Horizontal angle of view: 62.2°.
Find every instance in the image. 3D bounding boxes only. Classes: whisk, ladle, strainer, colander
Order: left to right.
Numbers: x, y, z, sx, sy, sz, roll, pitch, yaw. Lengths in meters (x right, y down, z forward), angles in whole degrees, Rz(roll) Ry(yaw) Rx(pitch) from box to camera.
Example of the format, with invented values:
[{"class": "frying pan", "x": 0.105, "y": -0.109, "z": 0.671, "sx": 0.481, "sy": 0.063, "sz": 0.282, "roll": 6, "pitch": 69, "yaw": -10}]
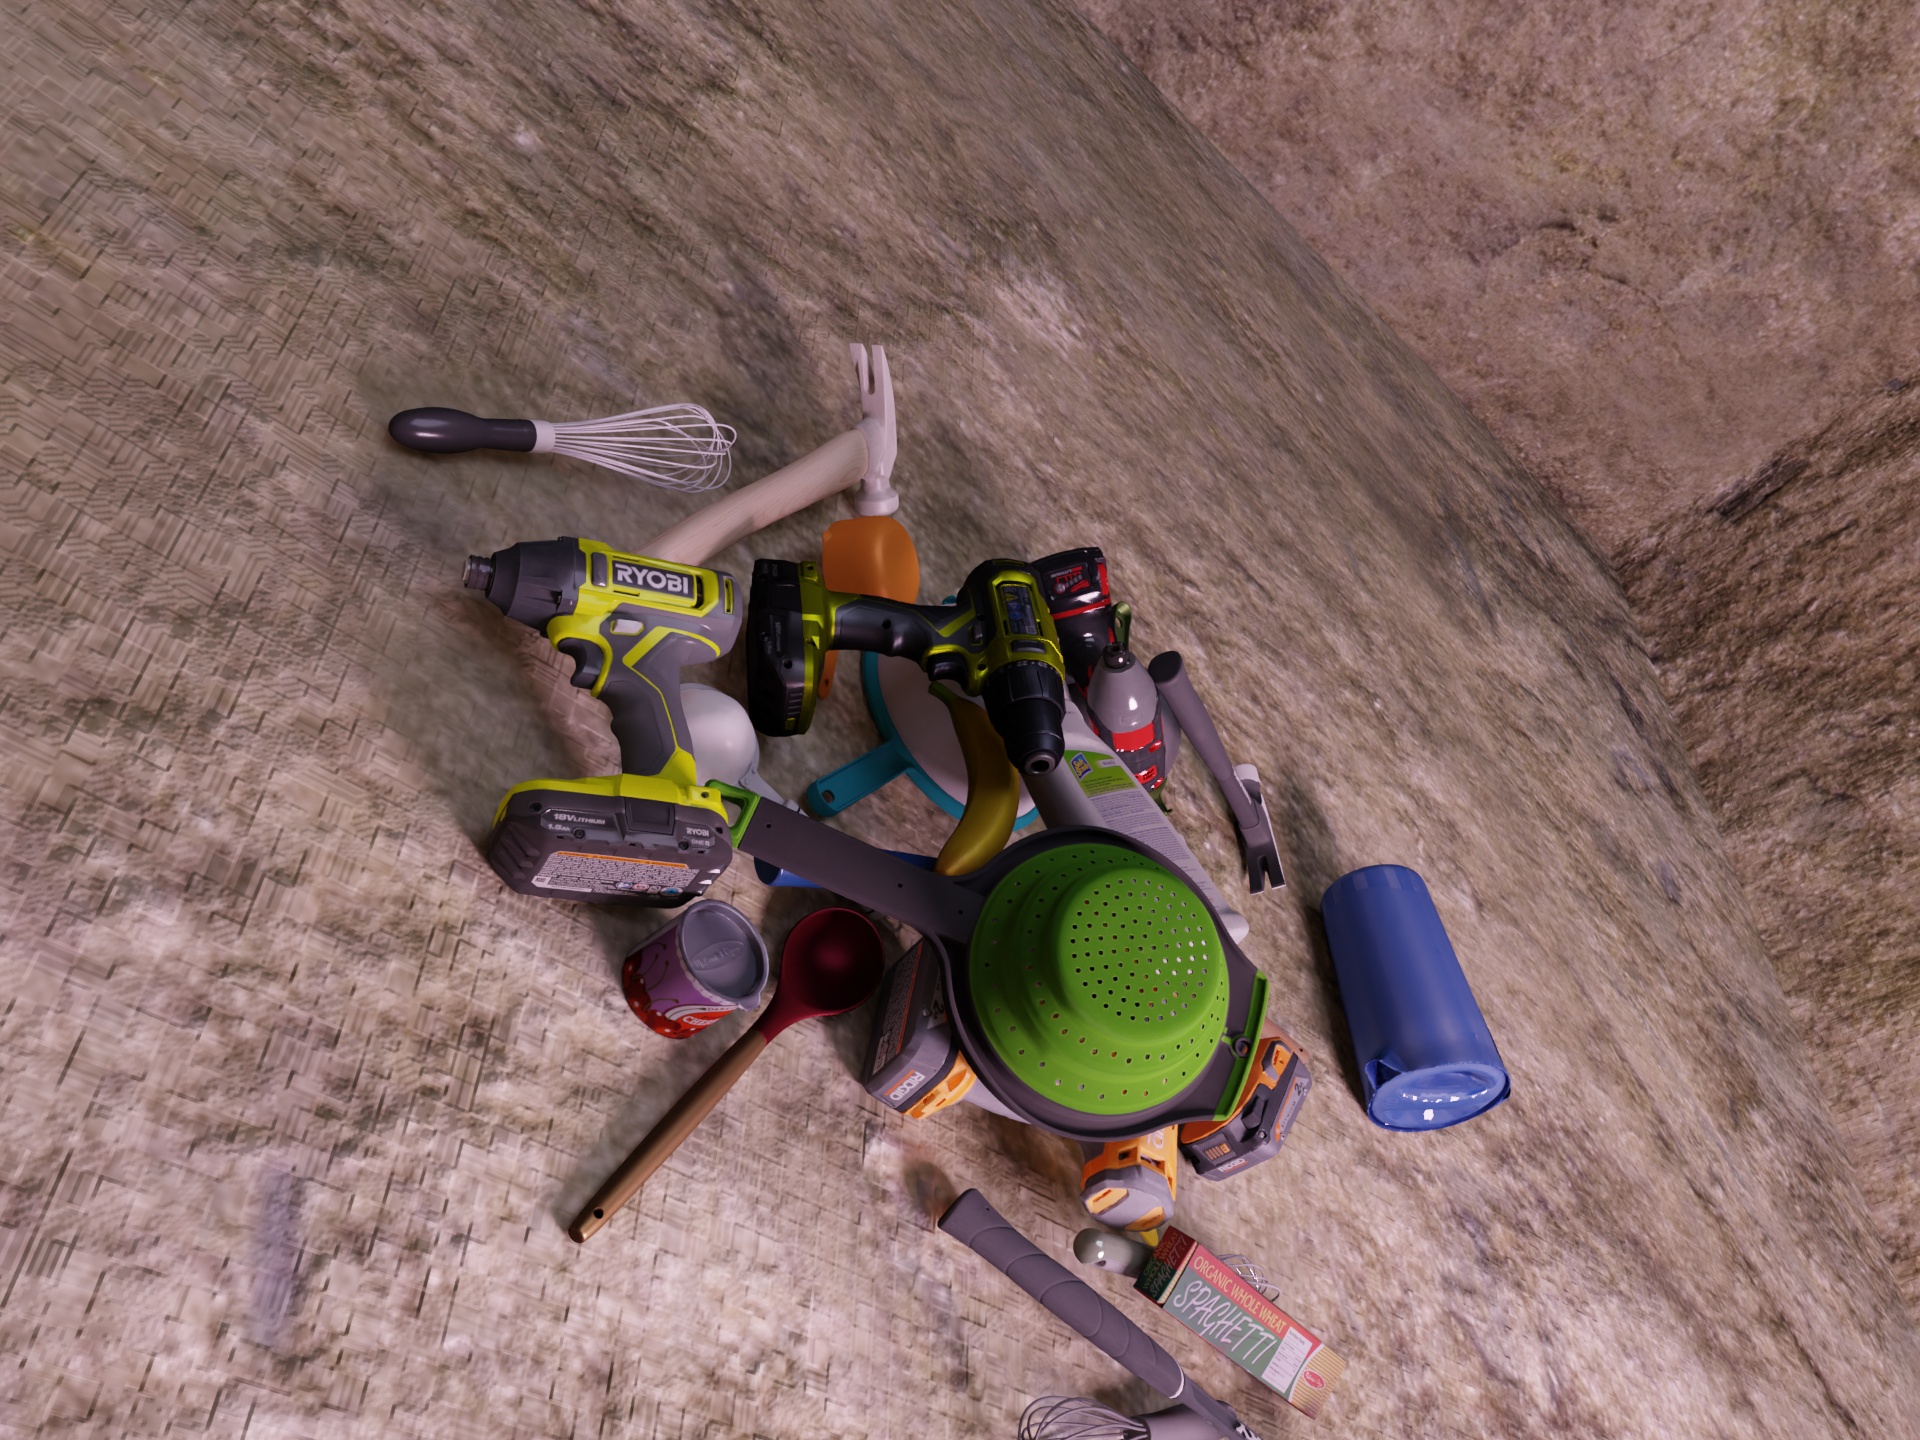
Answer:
[{"class": "whisk", "x": -0.272, "y": -0.200, "z": 1.123, "sx": 0.284, "sy": 0.070, "sz": 0.070, "roll": -6, "pitch": 66, "yaw": -49}, {"class": "ladle", "x": -0.134, "y": 0.206, "z": 0.953, "sx": 0.069, "sy": 0.031, "sz": 0.315, "roll": 45, "pitch": 34, "yaw": 1}, {"class": "strainer", "x": -0.124, "y": 0.056, "z": 1.093, "sx": 0.258, "sy": 0.050, "sz": 0.087, "roll": 47, "pitch": 42, "yaw": -18}, {"class": "strainer", "x": -0.002, "y": -0.004, "z": 1.251, "sx": 0.211, "sy": 0.095, "sz": 0.340, "roll": 56, "pitch": 31, "yaw": 2}, {"class": "colander", "x": 0.022, "y": 0.119, "z": 0.987, "sx": 0.397, "sy": 0.094, "sz": 0.205, "roll": 25, "pitch": 65, "yaw": -4}, {"class": "whisk", "x": 0.114, "y": 0.459, "z": 1.031, "sx": 0.238, "sy": 0.055, "sz": 0.055, "roll": 21, "pitch": 45, "yaw": -48}, {"class": "strainer", "x": 0.169, "y": -0.040, "z": 1.528, "sx": 0.151, "sy": 0.069, "sz": 0.257, "roll": 38, "pitch": 38, "yaw": -25}, {"class": "whisk", "x": 0.152, "y": 0.387, "z": 1.106, "sx": 0.246, "sy": 0.058, "sz": 0.059, "roll": 34, "pitch": 46, "yaw": -43}]

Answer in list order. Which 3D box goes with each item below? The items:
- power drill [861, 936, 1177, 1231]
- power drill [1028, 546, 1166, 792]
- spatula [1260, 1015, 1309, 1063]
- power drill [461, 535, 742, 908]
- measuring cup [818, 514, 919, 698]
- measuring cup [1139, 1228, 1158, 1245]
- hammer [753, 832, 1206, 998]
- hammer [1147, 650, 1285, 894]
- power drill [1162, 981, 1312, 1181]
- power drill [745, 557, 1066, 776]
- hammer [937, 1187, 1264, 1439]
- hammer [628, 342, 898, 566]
[{"class": "power drill", "x": 0.056, "y": 0.226, "z": 1.097, "sx": 0.226, "sy": 0.084, "sz": 0.185, "roll": 30, "pitch": 39, "yaw": -15}, {"class": "power drill", "x": 0.118, "y": -0.051, "z": 1.370, "sx": 0.220, "sy": 0.078, "sz": 0.143, "roll": -110, "pitch": -175, "yaw": -51}, {"class": "spatula", "x": 0.200, "y": 0.214, "z": 1.384, "sx": 0.315, "sy": 0.018, "sz": 0.060, "roll": 39, "pitch": 44, "yaw": -22}, {"class": "power drill", "x": -0.217, "y": -0.007, "z": 0.962, "sx": 0.171, "sy": 0.080, "sz": 0.223, "roll": 9, "pitch": 55, "yaw": -27}, {"class": "measuring cup", "x": -0.074, "y": -0.089, "z": 1.256, "sx": 0.095, "sy": 0.052, "sz": 0.174, "roll": 58, "pitch": 31, "yaw": -45}, {"class": "measuring cup", "x": 0.093, "y": 0.314, "z": 1.151, "sx": 0.156, "sy": 0.029, "sz": 0.062, "roll": 60, "pitch": 33, "yaw": 3}, {"class": "hammer", "x": 0.036, "y": 0.125, "z": 1.149, "sx": 0.405, "sy": 0.035, "sz": 0.144, "roll": 12, "pitch": 48, "yaw": -36}, {"class": "hammer", "x": 0.236, "y": 0.039, "z": 1.465, "sx": 0.334, "sy": 0.035, "sz": 0.146, "roll": 51, "pitch": 25, "yaw": -52}, {"class": "power drill", "x": 0.163, "y": 0.247, "z": 1.252, "sx": 0.226, "sy": 0.084, "sz": 0.164, "roll": 50, "pitch": 38, "yaw": -1}, {"class": "power drill", "x": -0.035, "y": -0.040, "z": 1.146, "sx": 0.228, "sy": 0.080, "sz": 0.191, "roll": 2, "pitch": 46, "yaw": -12}, {"class": "hammer", "x": 0.148, "y": 0.439, "z": 1.028, "sx": 0.409, "sy": 0.036, "sz": 0.149, "roll": 39, "pitch": 13, "yaw": -4}, {"class": "hammer", "x": -0.156, "y": -0.171, "z": 1.204, "sx": 0.411, "sy": 0.038, "sz": 0.146, "roll": -44, "pitch": 137, "yaw": -53}]
